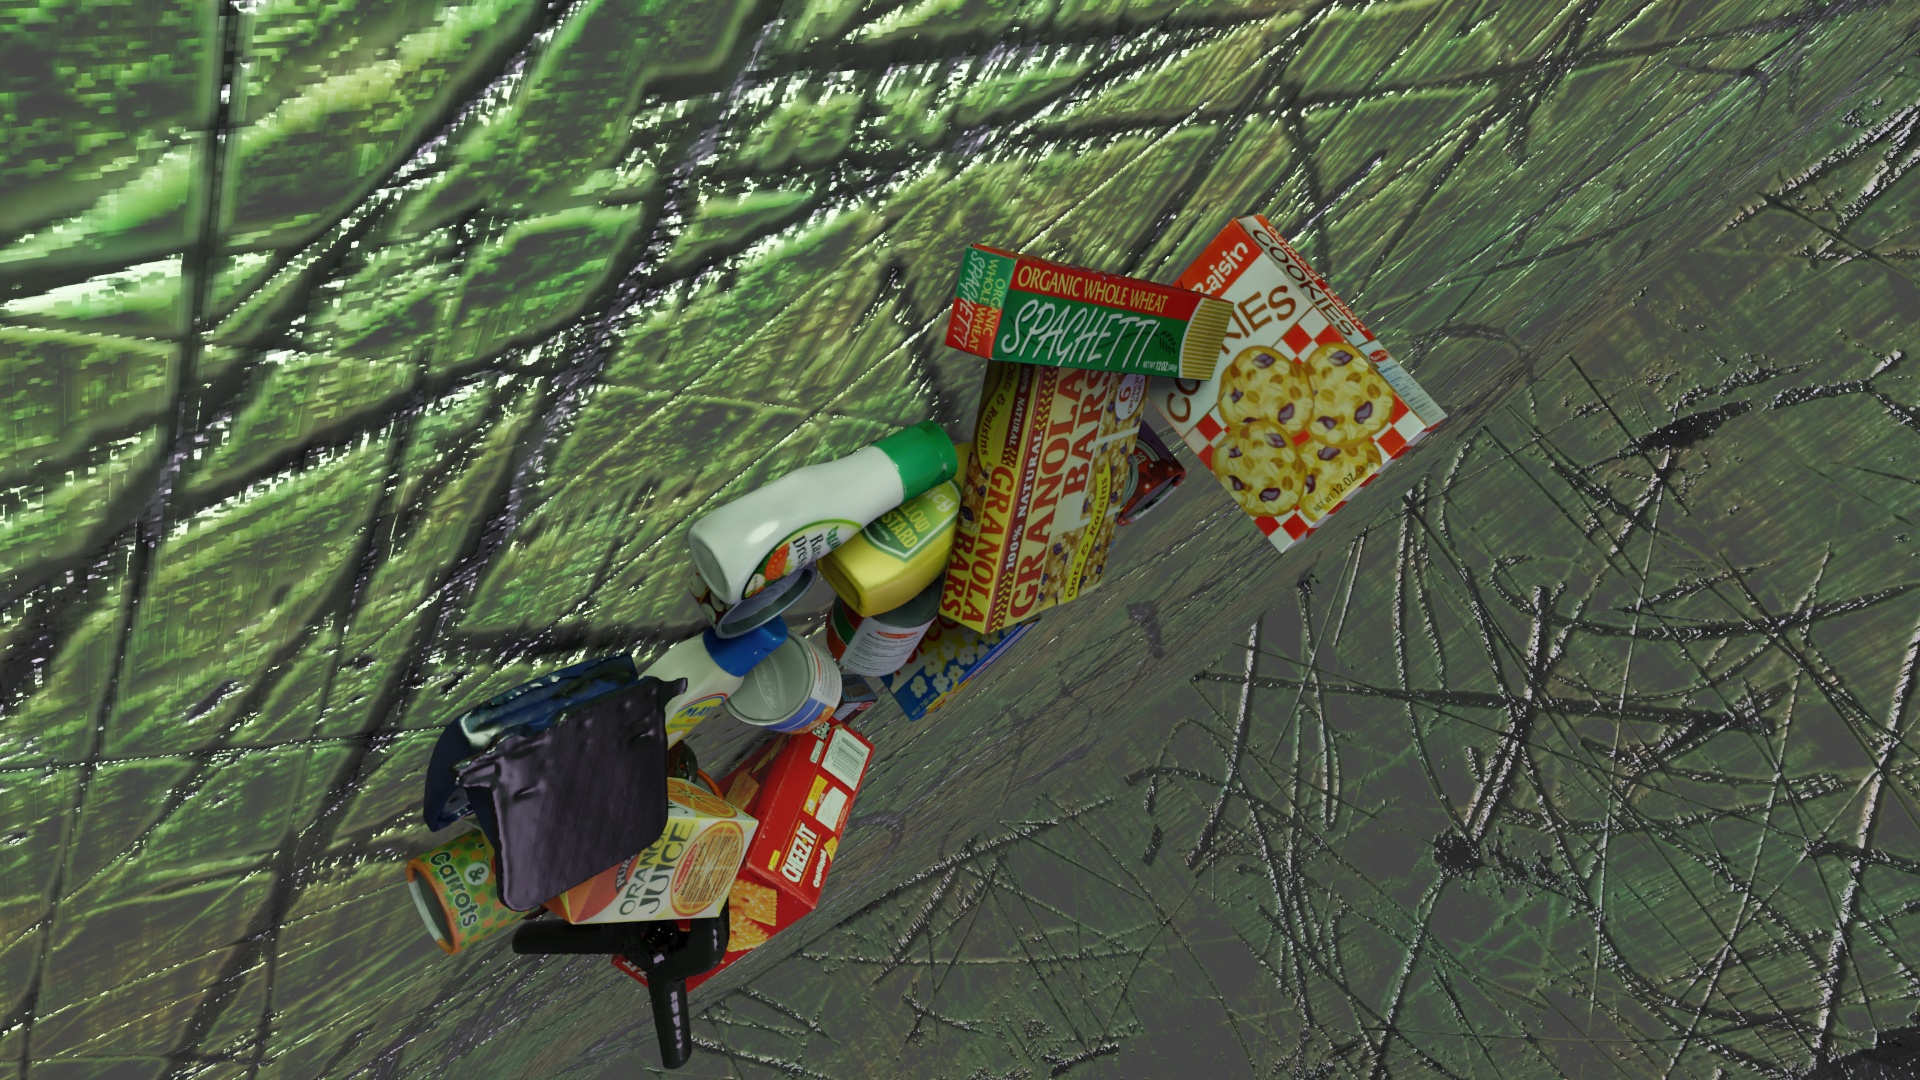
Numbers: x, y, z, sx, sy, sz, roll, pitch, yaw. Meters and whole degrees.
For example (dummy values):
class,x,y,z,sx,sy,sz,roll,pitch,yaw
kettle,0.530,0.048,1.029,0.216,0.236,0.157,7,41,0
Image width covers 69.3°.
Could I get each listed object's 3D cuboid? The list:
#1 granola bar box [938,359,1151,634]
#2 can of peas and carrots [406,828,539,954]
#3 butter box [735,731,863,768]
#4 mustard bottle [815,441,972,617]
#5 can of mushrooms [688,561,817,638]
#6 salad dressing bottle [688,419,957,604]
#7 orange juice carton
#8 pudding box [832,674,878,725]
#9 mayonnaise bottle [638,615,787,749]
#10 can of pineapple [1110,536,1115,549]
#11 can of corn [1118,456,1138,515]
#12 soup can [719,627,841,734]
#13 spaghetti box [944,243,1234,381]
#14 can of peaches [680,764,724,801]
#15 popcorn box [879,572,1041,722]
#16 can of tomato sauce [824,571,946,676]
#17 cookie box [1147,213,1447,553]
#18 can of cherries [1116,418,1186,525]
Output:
class,x,y,z,sx,sy,sz,roll,pitch,yaw
granola bar box,0.053,-0.037,0.815,0.125,0.039,0.164,-18,126,-50
can of peas and carrots,-0.308,0.218,0.879,0.059,0.071,0.070,-25,161,-36
butter box,-0.137,0.189,1.198,0.103,0.024,0.053,-18,169,15
mustard bottle,-0.012,-0.021,0.831,0.161,0.065,0.048,-38,161,-22
can of mushrooms,-0.114,0.021,0.776,0.071,0.033,0.071,-33,165,-10
salad dressing bottle,-0.069,-0.019,0.734,0.148,0.044,0.064,-30,162,-26
orange juice carton,-0.217,0.191,0.869,0.192,0.072,0.073,26,86,-62
pudding box,-0.107,0.137,1.161,0.049,0.030,0.083,-40,165,9
mayonnaise bottle,-0.170,0.091,0.850,0.148,0.041,0.065,-40,161,15
can of pineapple,0.082,-0.003,1.101,0.071,0.058,0.070,-34,165,-10
can of corn,0.088,-0.036,0.989,0.071,0.071,0.058,-31,165,-20
soup can,-0.122,0.094,0.925,0.071,0.071,0.083,-36,166,-1
spaghetti box,0.076,-0.115,0.728,0.251,0.029,0.050,-6,114,-56
can of peaches,-0.221,0.209,1.059,0.058,0.071,0.071,-44,163,26
popcorn box,-0.012,0.064,1.044,0.126,0.085,0.038,-44,164,25
can of tomato sauce,-0.051,0.044,0.933,0.071,0.071,0.082,-28,163,-30
cookie box,0.188,-0.095,0.843,0.040,0.167,0.122,-22,160,-50
can of cherries,0.128,-0.053,1.051,0.071,0.058,0.071,-34,166,-10
